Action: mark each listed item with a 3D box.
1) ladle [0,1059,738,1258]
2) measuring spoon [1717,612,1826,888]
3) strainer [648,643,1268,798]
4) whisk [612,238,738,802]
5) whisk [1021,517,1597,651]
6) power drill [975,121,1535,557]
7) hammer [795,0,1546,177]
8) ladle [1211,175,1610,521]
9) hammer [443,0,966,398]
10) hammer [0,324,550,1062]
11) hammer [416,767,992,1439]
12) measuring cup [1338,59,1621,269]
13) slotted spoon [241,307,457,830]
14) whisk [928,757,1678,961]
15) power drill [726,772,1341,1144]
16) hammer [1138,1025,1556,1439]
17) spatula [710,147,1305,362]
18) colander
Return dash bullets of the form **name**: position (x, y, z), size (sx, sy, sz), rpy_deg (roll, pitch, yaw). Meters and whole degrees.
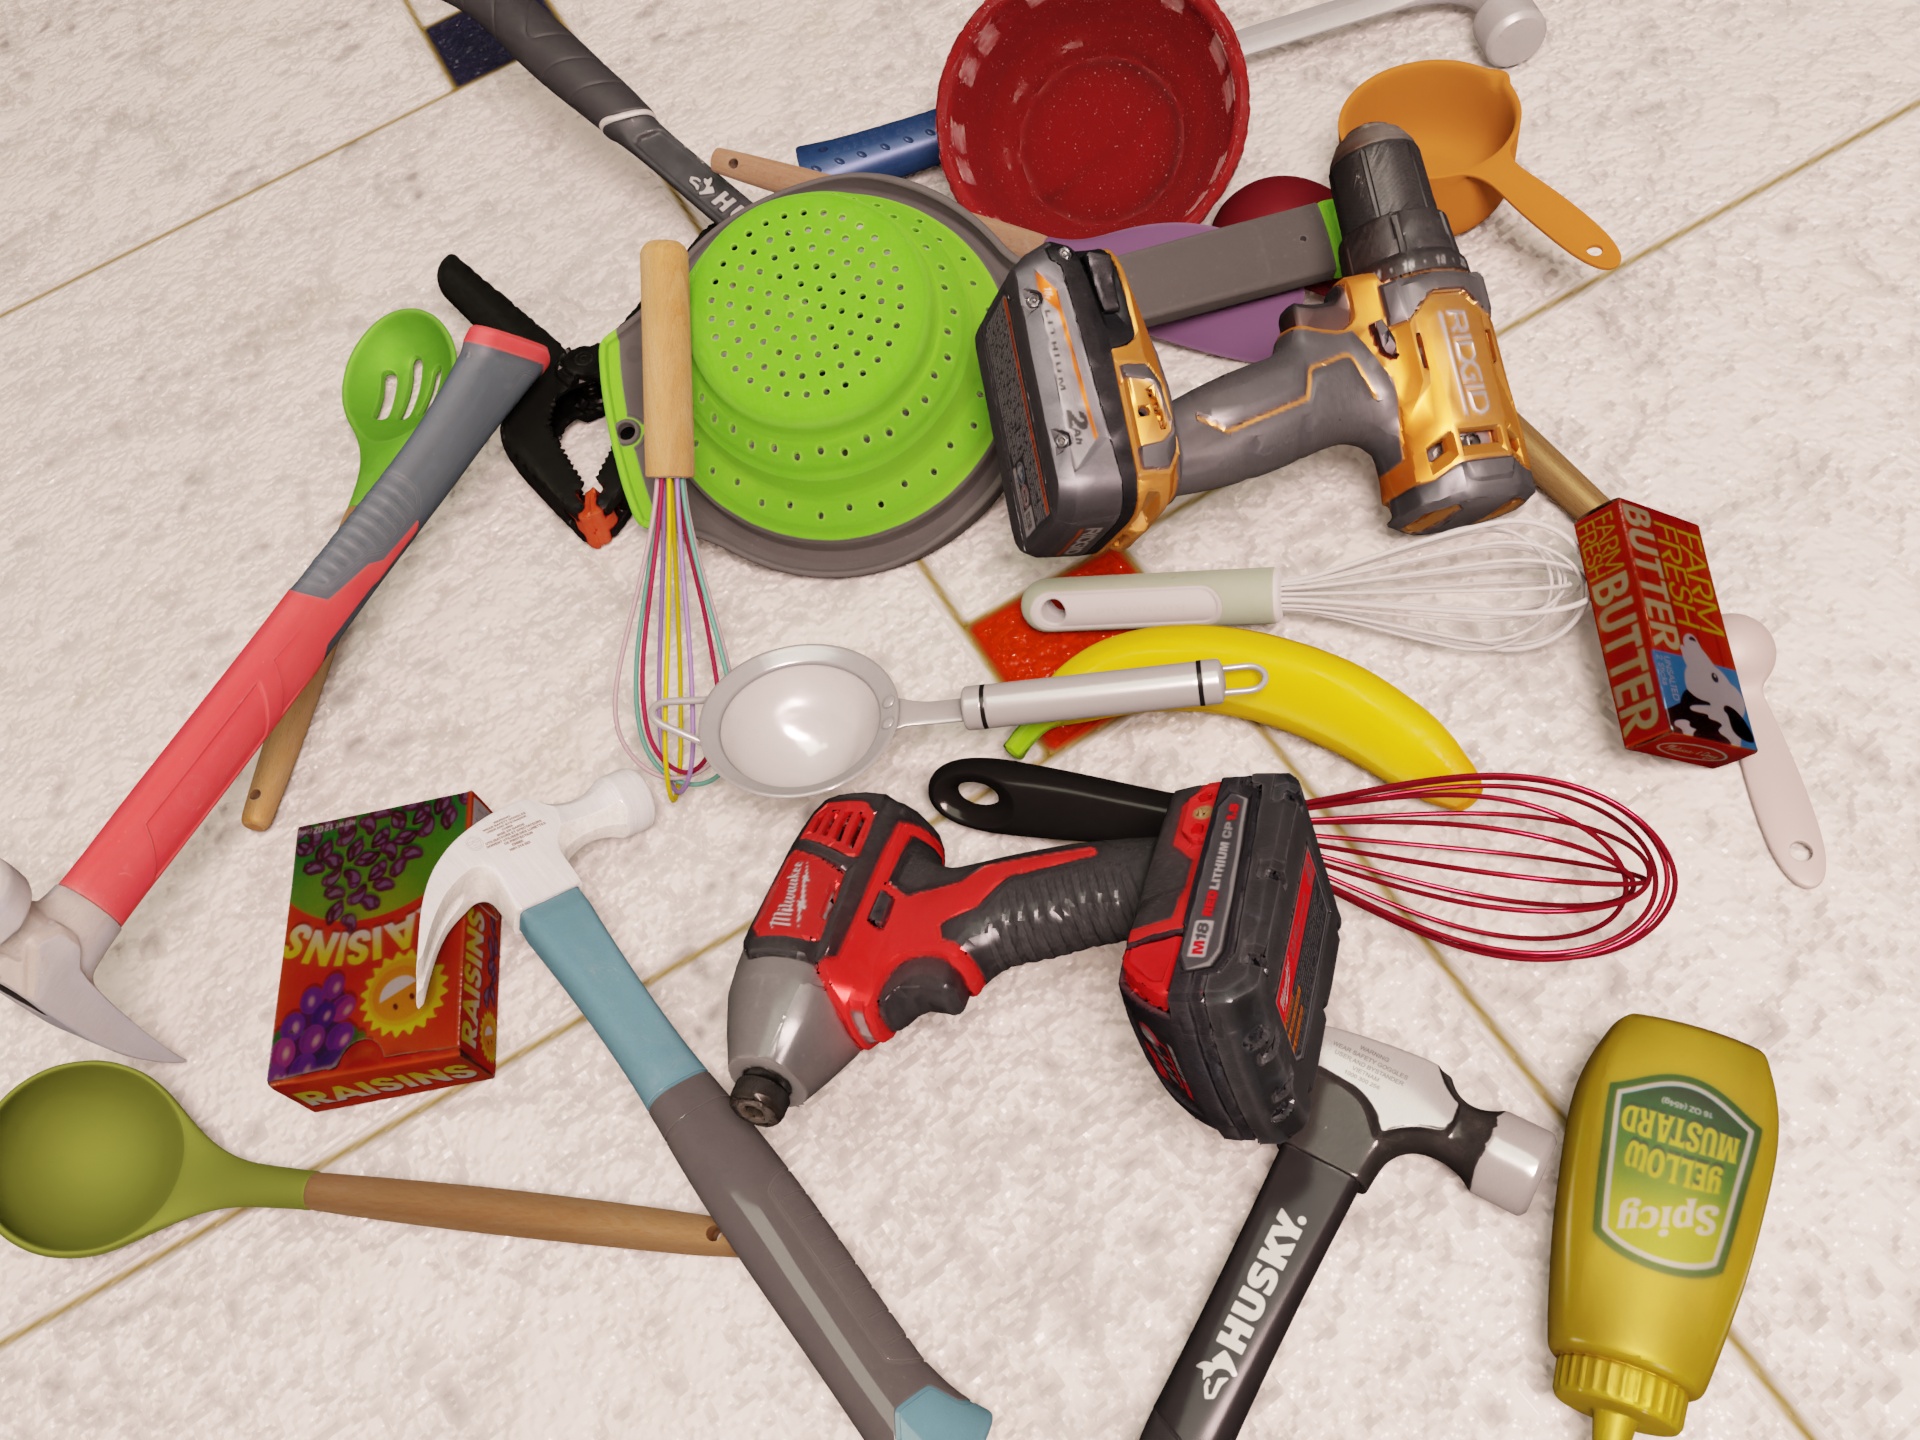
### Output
- **ladle**: position (-0.237, 0.186, 0.627), size (0.320, 0.062, 0.078), rpy_deg (3, 62, 12)
- **measuring spoon**: position (0.318, 0.007, 0.627), size (0.034, 0.018, 0.124), rpy_deg (-8, 59, 8)
- **strainer**: position (-0.001, -0.002, 0.668), size (0.258, 0.050, 0.087), rpy_deg (-6, 49, 10)
- **whisk**: position (-0.126, -0.085, 0.697), size (0.051, 0.047, 0.245), rpy_deg (3, 98, 26)
- **whisk**: position (0.146, -0.054, 0.691), size (0.246, 0.057, 0.059), rpy_deg (-1, 24, 17)
- **power drill**: position (0.125, -0.165, 0.684), size (0.226, 0.084, 0.185), rpy_deg (-8, 81, -15)
- **hammer**: position (0.104, -0.368, 0.896), size (0.405, 0.035, 0.144), rpy_deg (-16, 57, 3)
- **ladle**: position (0.221, -0.171, 0.755), size (0.069, 0.031, 0.316), rpy_deg (-37, 60, 2)
- **hammer**: position (-0.166, -0.321, 0.874), size (0.149, 0.036, 0.409), rpy_deg (-43, 74, -13)
- **hammer**: position (-0.297, -0.032, 0.737), size (0.038, 0.143, 0.386), rpy_deg (15, 59, 20)
- **hammer**: position (-0.099, 0.153, 0.611), size (0.128, 0.033, 0.331), rpy_deg (-23, 57, -34)
- **measuring cup**: position (0.257, -0.256, 0.783), size (0.095, 0.052, 0.174), rpy_deg (-32, 59, -7)
- **slotted spoon**: position (-0.321, -0.086, 0.830), size (0.070, 0.031, 0.314), rpy_deg (-1, 61, 13)
- **whisk**: position (0.123, 0.044, 0.629), size (0.296, 0.073, 0.073), rpy_deg (7, 61, 23)
- **power drill**: position (0.017, 0.088, 0.583), size (0.220, 0.078, 0.143), rpy_deg (-4, 40, 27)
- **hammer**: position (0.064, 0.250, 0.530), size (0.146, 0.035, 0.335), rpy_deg (24, 67, 24)
- **spatula**: position (0.019, -0.248, 0.809), size (0.316, 0.018, 0.060), rpy_deg (18, 99, 10)
- **colander**: position (0.015, -0.196, 0.738), size (0.397, 0.094, 0.204), rpy_deg (-14, 80, 3)
